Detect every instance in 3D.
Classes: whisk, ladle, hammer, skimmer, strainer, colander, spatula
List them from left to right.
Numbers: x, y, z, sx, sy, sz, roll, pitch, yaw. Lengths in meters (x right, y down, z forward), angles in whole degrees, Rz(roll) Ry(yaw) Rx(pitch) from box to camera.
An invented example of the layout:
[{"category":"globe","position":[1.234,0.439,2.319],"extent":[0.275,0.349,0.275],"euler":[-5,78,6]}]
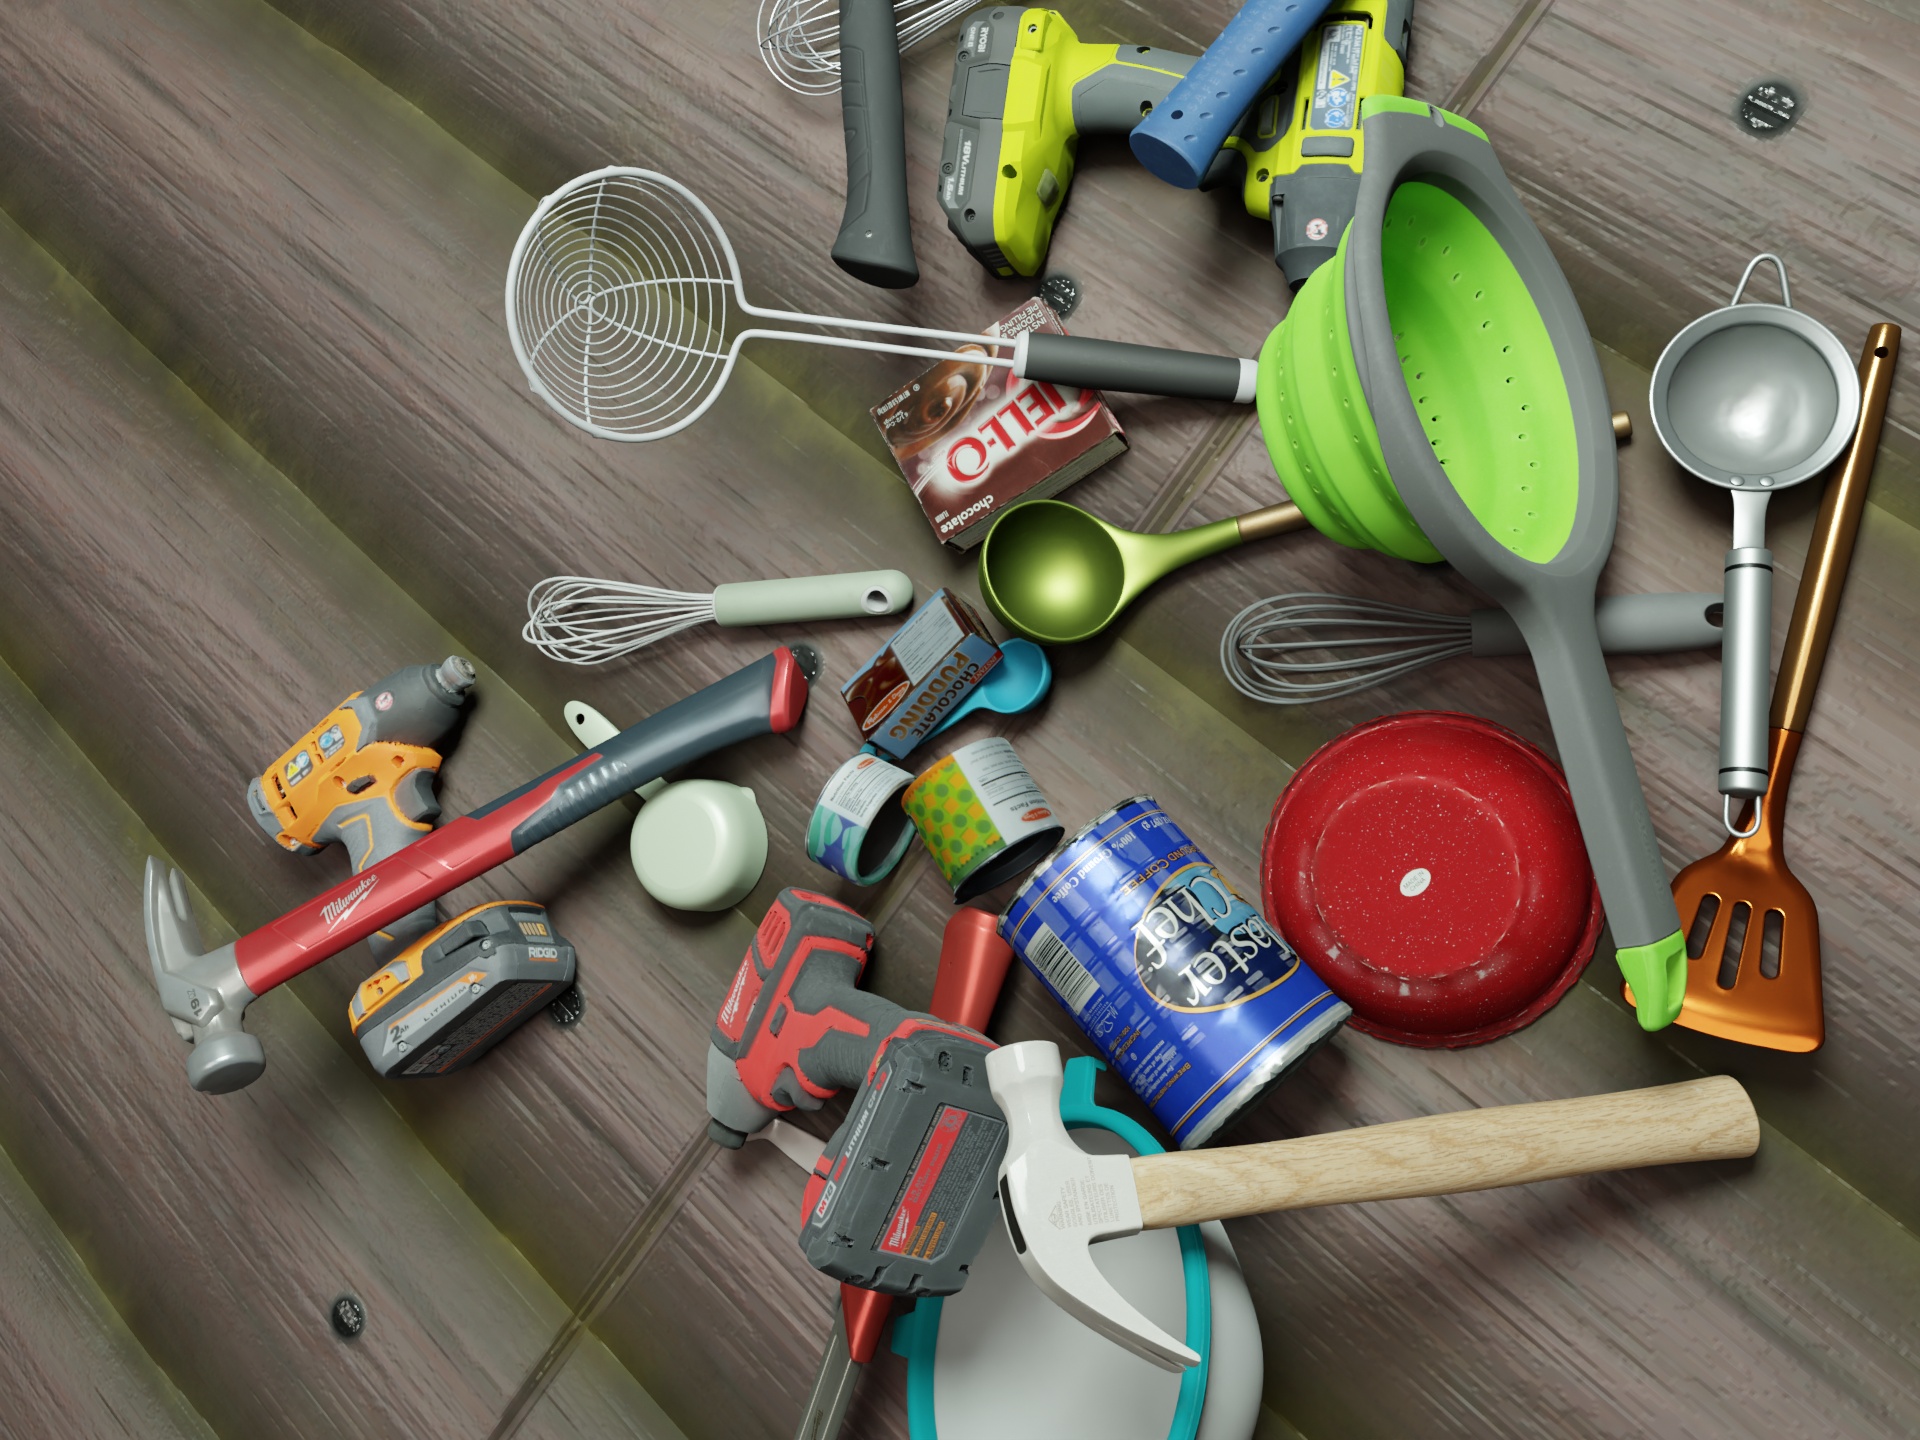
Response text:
[{"category":"hammer","position":[-0.266,0.051,0.883],"extent":[0.386,0.038,0.143],"euler":[-29,63,-3]},{"category":"whisk","position":[-0.143,-0.065,0.912],"extent":[0.246,0.059,0.057],"euler":[-3,120,19]},{"category":"hammer","position":[-0.045,-0.385,0.841],"extent":[0.146,0.035,0.335],"euler":[-7,77,13]},{"category":"hammer","position":[-0.036,0.270,0.797],"extent":[0.149,0.036,0.359],"euler":[10,78,59]},{"category":"skimmer","position":[-0.028,-0.184,0.771],"extent":[0.363,0.090,0.127],"euler":[6,101,-4]},{"category":"whisk","position":[0.019,-0.414,0.878],"extent":[0.284,0.070,0.070],"euler":[-12,80,16]},{"category":"strainer","position":[0.091,0.321,0.682],"extent":[0.211,0.095,0.341],"euler":[-59,31,15]},{"category":"ladle","position":[0.162,-0.104,0.782],"extent":[0.320,0.062,0.078],"euler":[-14,77,18]},{"category":"hammer","position":[0.180,0.185,0.658],"extent":[0.331,0.031,0.130],"euler":[-3,62,-12]},{"category":"hammer","position":[0.216,-0.419,0.757],"extent":[0.144,0.035,0.405],"euler":[37,85,23]},{"category":"colander","position":[0.216,-0.060,0.687],"extent":[0.094,0.204,0.397],"euler":[-18,84,44]},{"category":"whisk","position":[0.242,-0.038,0.746],"extent":[0.239,0.055,0.055],"euler":[-3,83,18]},{"category":"strainer","position":[0.342,-0.075,0.693],"extent":[0.087,0.050,0.258],"euler":[5,77,12]},{"category":"spatula","position":[0.367,-0.020,0.694],"extent":[0.081,0.041,0.322],"euler":[14,89,24]}]

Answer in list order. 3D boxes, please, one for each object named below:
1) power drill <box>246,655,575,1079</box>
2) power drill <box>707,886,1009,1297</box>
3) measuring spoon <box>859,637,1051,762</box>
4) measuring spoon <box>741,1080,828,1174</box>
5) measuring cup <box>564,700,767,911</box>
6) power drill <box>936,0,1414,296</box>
[{"category":"power drill","position":[-0.321,0.079,0.950],"extent":[0.164,0.084,0.227],"euler":[-38,68,13]},{"category":"power drill","position":[-0.061,0.181,0.785],"extent":[0.220,0.078,0.143],"euler":[27,93,59]},{"category":"measuring spoon","position":[-0.001,-0.003,0.862],"extent":[0.128,0.021,0.042],"euler":[-28,57,27]},{"category":"measuring spoon","position":[-0.085,0.236,0.866],"extent":[0.124,0.018,0.034],"euler":[27,94,22]},{"category":"measuring cup","position":[-0.183,0.042,0.916],"extent":[0.168,0.038,0.083],"euler":[42,100,19]},{"category":"power drill","position":[0.108,-0.290,0.814],"extent":[0.223,0.080,0.171],"euler":[7,86,20]}]
